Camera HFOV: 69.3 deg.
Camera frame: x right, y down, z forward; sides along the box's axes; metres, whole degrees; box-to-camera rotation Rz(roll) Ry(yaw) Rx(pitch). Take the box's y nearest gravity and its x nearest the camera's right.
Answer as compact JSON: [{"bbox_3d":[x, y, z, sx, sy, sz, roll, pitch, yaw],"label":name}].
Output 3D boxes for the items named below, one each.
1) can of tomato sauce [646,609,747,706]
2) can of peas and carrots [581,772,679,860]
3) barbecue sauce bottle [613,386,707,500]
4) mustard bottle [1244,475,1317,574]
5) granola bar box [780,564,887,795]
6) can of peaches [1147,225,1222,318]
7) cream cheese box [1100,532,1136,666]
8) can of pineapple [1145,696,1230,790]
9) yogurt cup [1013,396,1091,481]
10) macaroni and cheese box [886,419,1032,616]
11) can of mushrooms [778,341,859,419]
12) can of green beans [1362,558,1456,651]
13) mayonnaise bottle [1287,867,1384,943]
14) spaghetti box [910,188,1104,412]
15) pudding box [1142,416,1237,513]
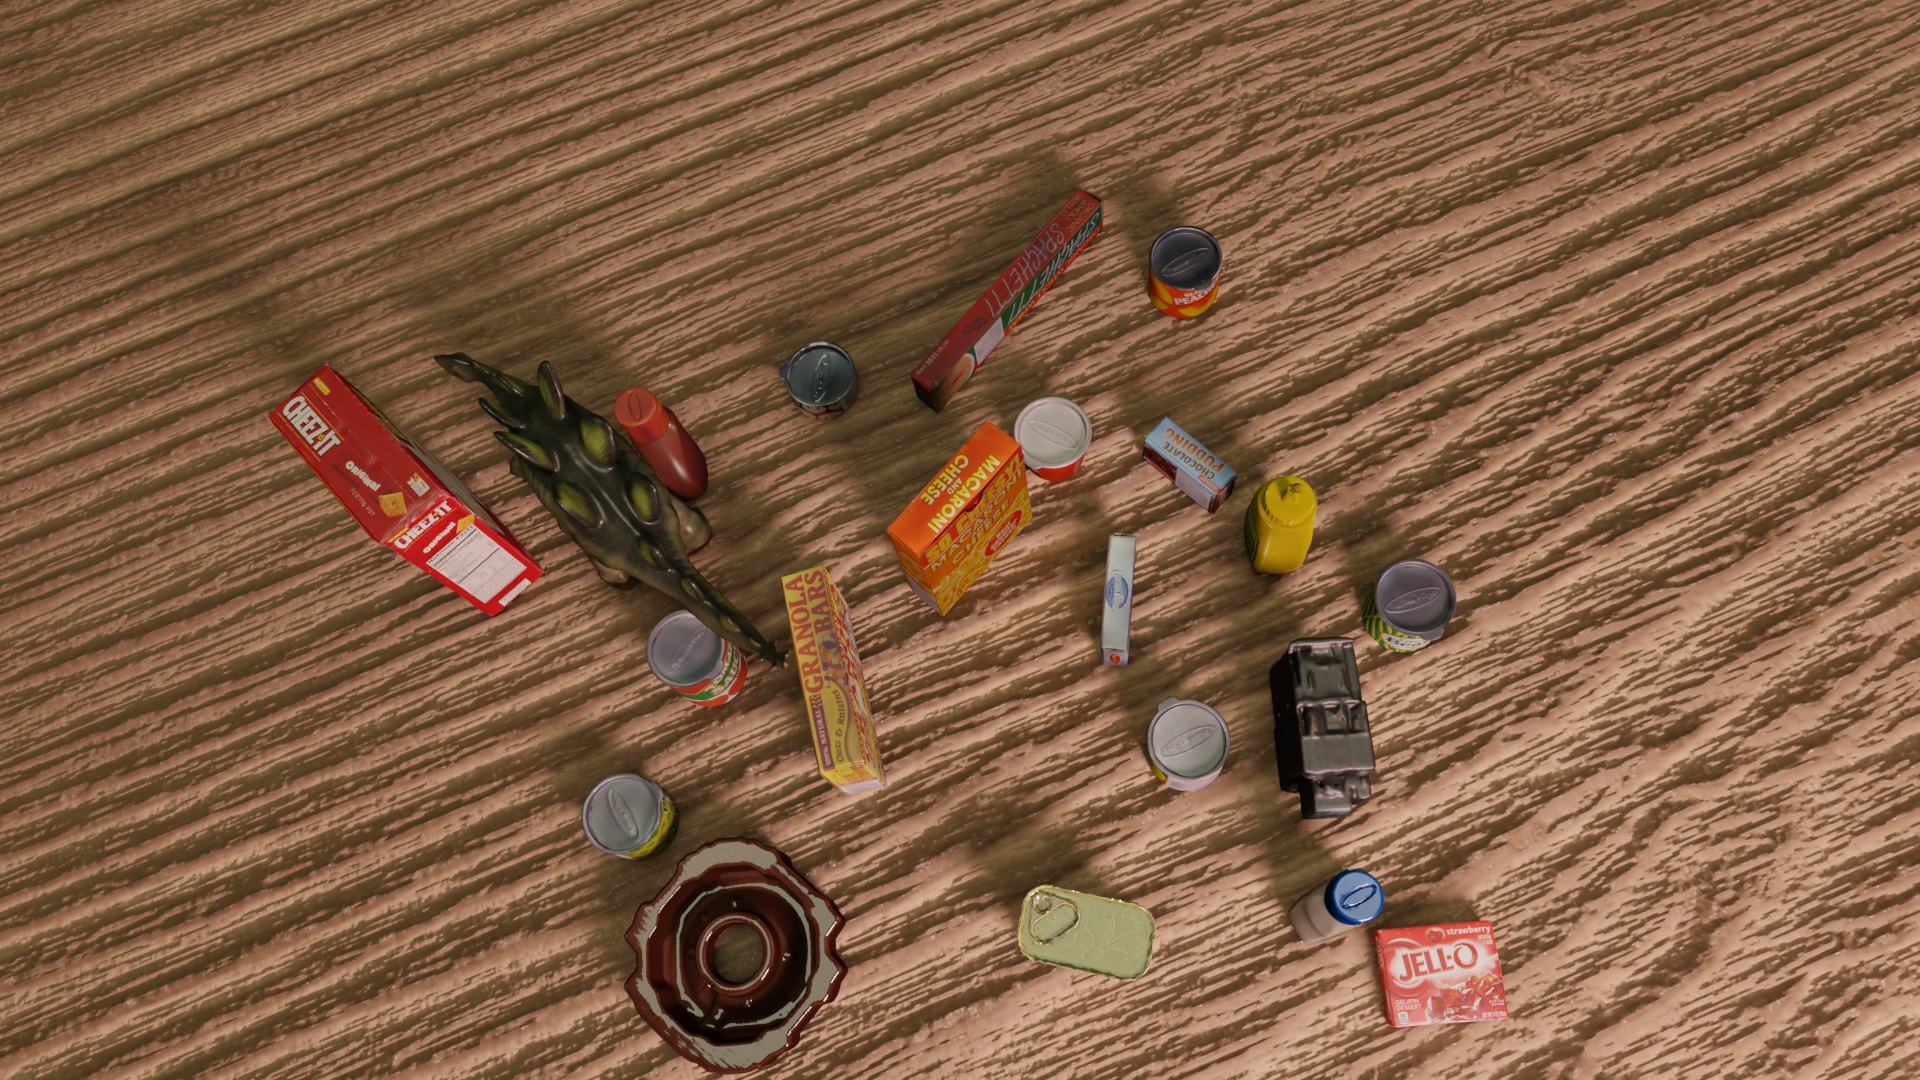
[{"bbox_3d":[-0.221,0.102,1.182,0.071,0.083,0.071,-2,71,5],"label":"can of tomato sauce"},{"bbox_3d":[-0.272,0.229,1.156,0.071,0.058,0.071,-2,71,5],"label":"can of peas and carrots"},{"bbox_3d":[-0.262,-0.088,1.219,0.044,0.148,0.065,-19,70,-1],"label":"barbecue sauce bottle"},{"bbox_3d":[0.263,-0.020,1.138,0.049,0.159,0.065,-5,71,4],"label":"mustard bottle"},{"bbox_3d":[-0.104,0.118,1.144,0.039,0.124,0.166,-14,70,1],"label":"granola bar box"},{"bbox_3d":[0.207,-0.244,1.276,0.071,0.058,0.071,-2,71,5],"label":"can of peaches"},{"bbox_3d":[0.134,0.051,1.182,0.024,0.053,0.104,4,71,7],"label":"cream cheese box"},{"bbox_3d":[0.185,0.166,1.134,0.071,0.057,0.071,-2,71,5],"label":"can of pineapple"},{"bbox_3d":[0.083,-0.087,1.235,0.072,0.053,0.072,-2,71,5],"label":"yogurt cup"},{"bbox_3d":[0.004,-0.015,1.158,0.040,0.166,0.124,39,79,16],"label":"macaroni and cheese box"},{"bbox_3d":[-0.130,-0.148,1.288,0.071,0.033,0.071,-2,71,5],"label":"can of mushrooms"},{"bbox_3d":[0.372,0.055,1.156,0.071,0.057,0.071,-2,71,5],"label":"can of green beans"},{"bbox_3d":[0.285,0.272,1.040,0.065,0.147,0.041,-27,71,-4],"label":"mayonnaise bottle"},{"bbox_3d":[0.046,-0.224,1.289,0.029,0.050,0.250,38,78,16],"label":"spaghetti box"},{"bbox_3d":[0.200,-0.066,1.219,0.084,0.049,0.030,41,79,17],"label":"pudding box"}]
